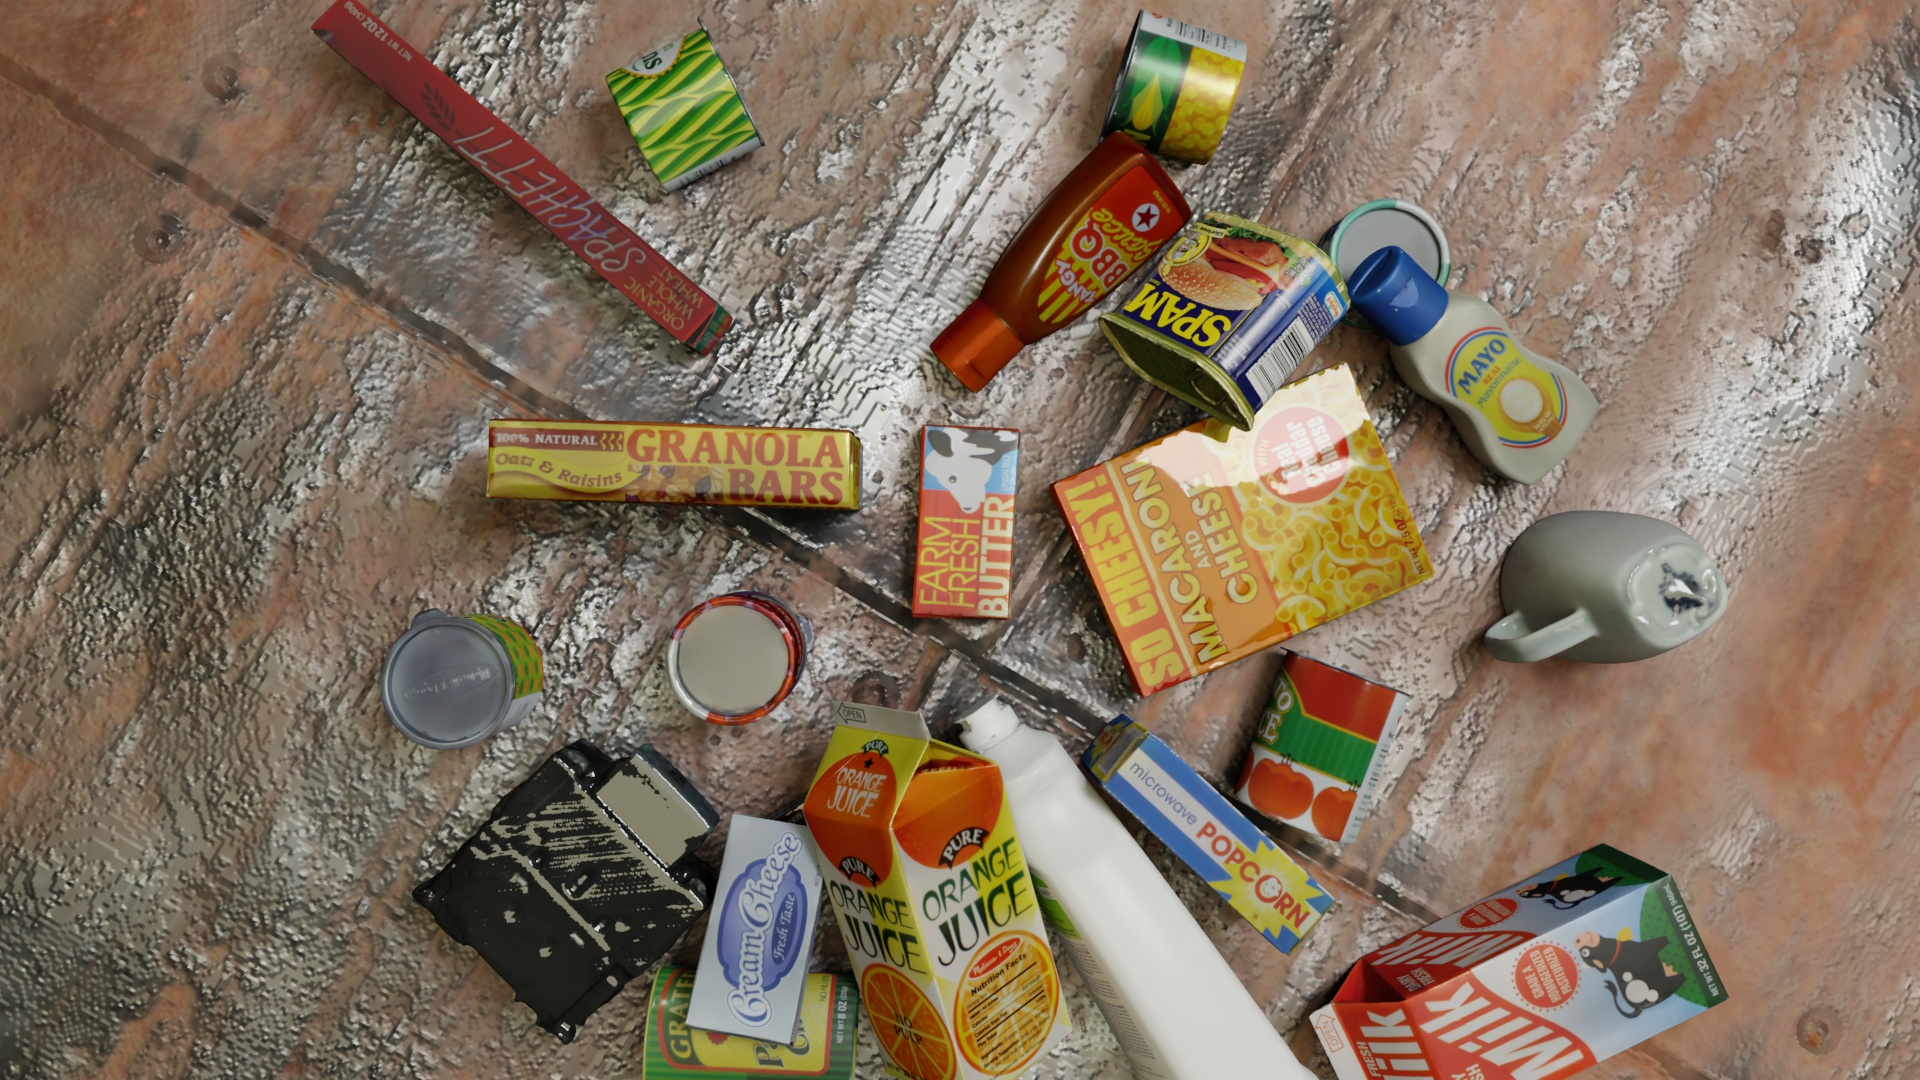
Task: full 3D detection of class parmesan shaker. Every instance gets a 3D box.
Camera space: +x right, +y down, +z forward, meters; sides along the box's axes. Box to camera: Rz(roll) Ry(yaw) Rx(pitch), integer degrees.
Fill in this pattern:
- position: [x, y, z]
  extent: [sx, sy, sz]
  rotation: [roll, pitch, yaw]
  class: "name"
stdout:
- position: [-0.105, 0.251, 0.713]
  extent: [0.103, 0.071, 0.071]
  rotation: [3, 89, -2]
  class: "parmesan shaker"

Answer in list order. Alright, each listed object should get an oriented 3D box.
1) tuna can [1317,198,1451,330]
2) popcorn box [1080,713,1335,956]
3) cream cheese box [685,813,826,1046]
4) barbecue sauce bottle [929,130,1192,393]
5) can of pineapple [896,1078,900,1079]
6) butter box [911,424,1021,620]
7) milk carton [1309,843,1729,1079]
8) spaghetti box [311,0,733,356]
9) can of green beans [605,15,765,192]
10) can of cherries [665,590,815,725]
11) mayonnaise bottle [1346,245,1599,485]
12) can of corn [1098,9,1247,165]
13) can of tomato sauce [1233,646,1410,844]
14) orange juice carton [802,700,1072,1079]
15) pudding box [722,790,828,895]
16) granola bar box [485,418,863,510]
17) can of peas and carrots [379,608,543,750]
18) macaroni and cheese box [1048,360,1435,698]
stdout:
- position: [0.223, -0.146, 0.743]
  extent: [0.071, 0.033, 0.071]
  rotation: [0, 89, -2]
  class: "tuna can"
- position: [0.122, 0.146, 0.710]
  extent: [0.126, 0.085, 0.038]
  rotation: [43, 87, -1]
  class: "popcorn box"
- position: [-0.098, 0.191, 0.686]
  extent: [0.053, 0.024, 0.104]
  rotation: [9, 69, 1]
  class: "cream cheese box"
- position: [0.048, -0.140, 0.726]
  extent: [0.148, 0.044, 0.064]
  rotation: [-43, 134, 7]
  class: "barbecue sauce bottle"
- position: [-0.013, 0.309, 0.711]
  extent: [0.071, 0.071, 0.058]
  rotation: [-32, 90, -2]
  class: "can of pineapple"
- position: [0.003, -0.009, 0.739]
  extent: [0.053, 0.024, 0.103]
  rotation: [3, 89, -2]
  class: "butter box"
- position: [0.280, 0.235, 0.719]
  extent: [0.191, 0.073, 0.072]
  rotation: [-26, 90, -1]
  class: "milk carton"
- position: [-0.223, -0.186, 0.722]
  extent: [0.250, 0.050, 0.028]
  rotation: [40, 90, -1]
  class: "spaghetti box"
- position: [-0.142, -0.222, 0.717]
  extent: [0.058, 0.071, 0.071]
  rotation: [-27, 90, -1]
  class: "can of green beans"
- position: [-0.112, 0.058, 0.717]
  extent: [0.071, 0.058, 0.071]
  rotation: [0, 90, -1]
  class: "can of cherries"
- position: [0.261, -0.093, 0.717]
  extent: [0.148, 0.041, 0.064]
  rotation: [36, 98, -21]
  class: "mayonnaise bottle"
- position: [0.110, -0.233, 0.725]
  extent: [0.058, 0.071, 0.071]
  rotation: [16, 89, -2]
  class: "can of corn"
- position: [0.185, 0.106, 0.722]
  extent: [0.071, 0.071, 0.083]
  rotation: [21, 90, -1]
  class: "can of tomato sauce"
- position: [-0.016, 0.169, 0.681]
  extent: [0.073, 0.071, 0.192]
  rotation: [-25, 104, -38]
  class: "orange juice carton"
- position: [-0.076, 0.160, 0.731]
  extent: [0.084, 0.030, 0.049]
  rotation: [-30, 91, -2]
  class: "pudding box"
- position: [-0.132, -0.036, 0.685]
  extent: [0.166, 0.124, 0.039]
  rotation: [2, 91, -2]
  class: "granola bar box"
- position: [-0.255, 0.069, 0.713]
  extent: [0.071, 0.058, 0.071]
  rotation: [0, 89, -2]
  class: "can of peas and carrots"
- position: [0.147, -0.005, 0.735]
  extent: [0.166, 0.040, 0.123]
  rotation: [-23, 90, -2]
  class: "macaroni and cheese box"
